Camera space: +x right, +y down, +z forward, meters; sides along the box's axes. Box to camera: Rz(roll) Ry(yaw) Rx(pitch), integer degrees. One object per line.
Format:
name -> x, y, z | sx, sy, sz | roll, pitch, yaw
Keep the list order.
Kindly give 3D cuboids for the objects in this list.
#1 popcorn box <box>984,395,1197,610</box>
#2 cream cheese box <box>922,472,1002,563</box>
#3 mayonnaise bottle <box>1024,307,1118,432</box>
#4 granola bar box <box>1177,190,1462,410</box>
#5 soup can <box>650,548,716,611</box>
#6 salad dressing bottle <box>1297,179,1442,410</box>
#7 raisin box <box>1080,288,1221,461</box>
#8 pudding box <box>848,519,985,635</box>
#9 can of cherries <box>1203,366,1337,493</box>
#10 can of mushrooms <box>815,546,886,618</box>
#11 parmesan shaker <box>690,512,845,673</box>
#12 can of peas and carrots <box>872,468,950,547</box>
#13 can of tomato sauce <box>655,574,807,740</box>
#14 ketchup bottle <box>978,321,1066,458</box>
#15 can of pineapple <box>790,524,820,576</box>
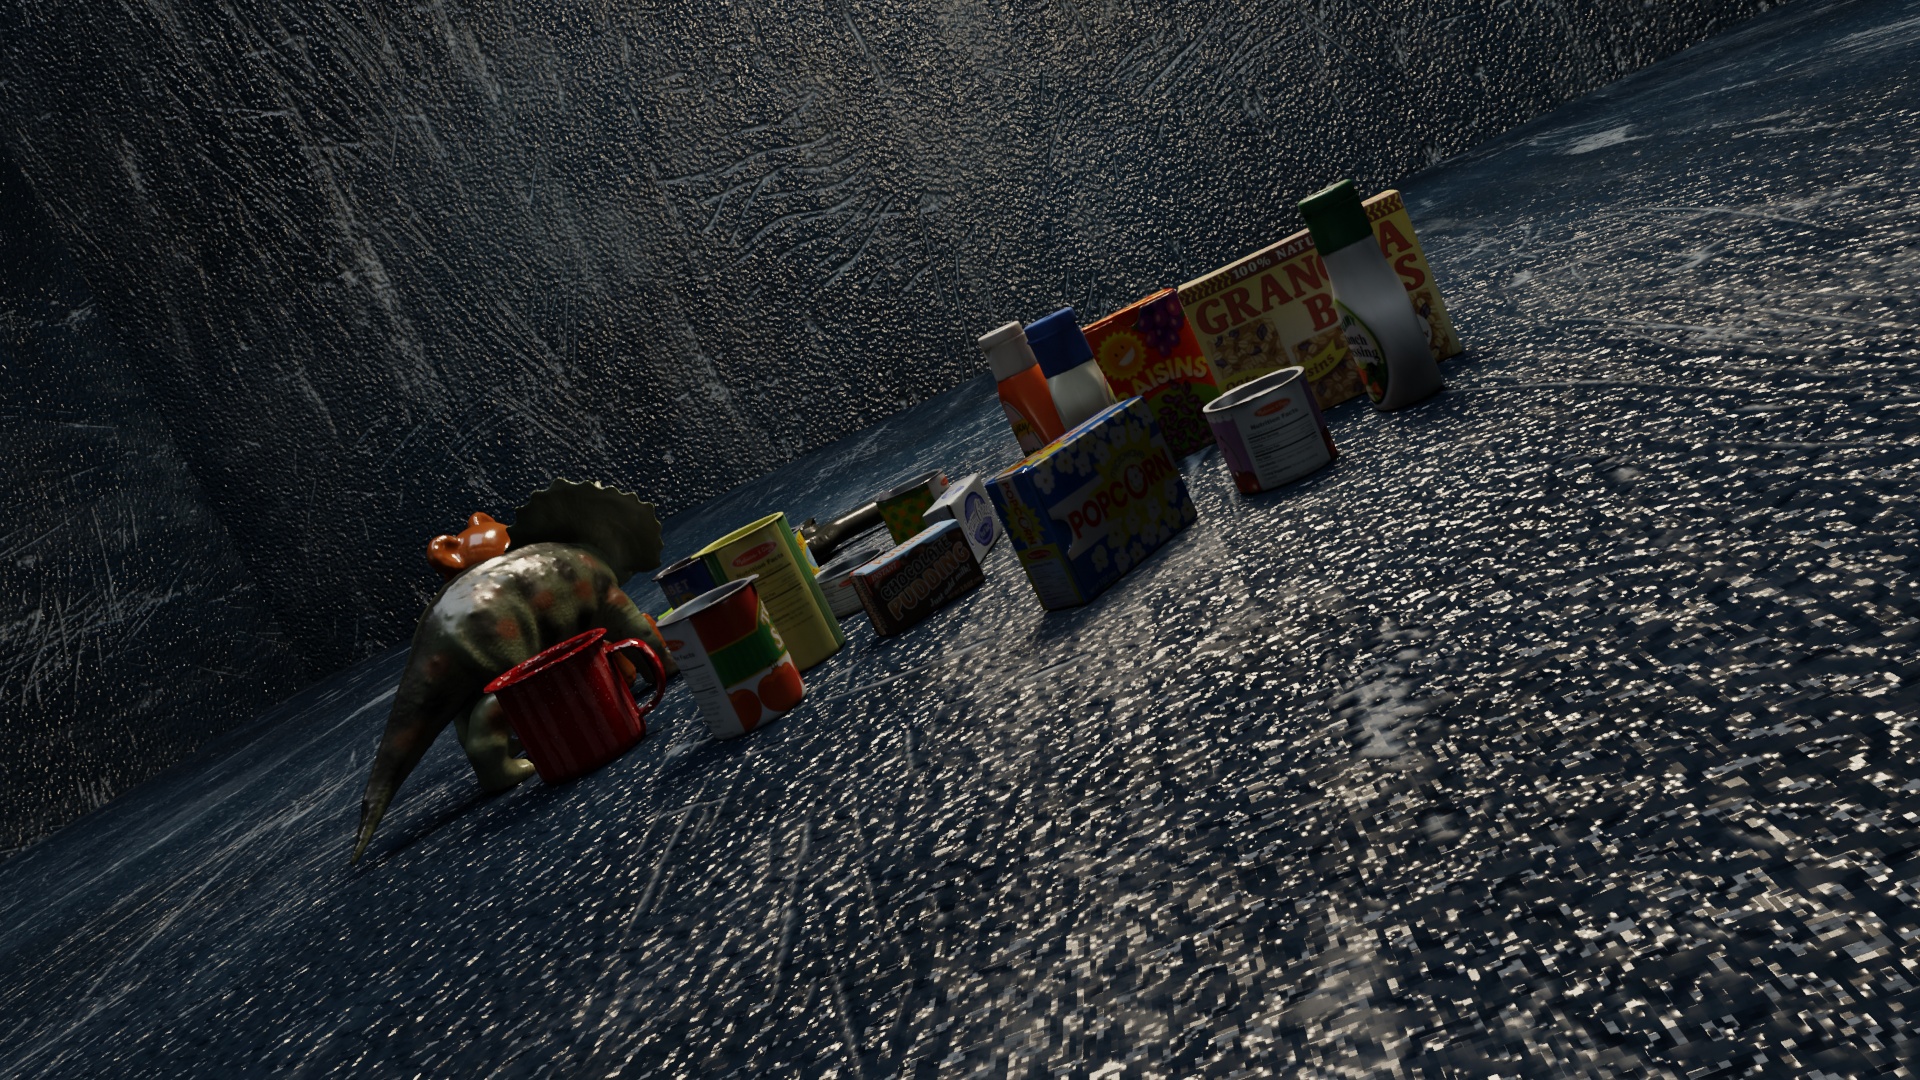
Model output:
popcorn box -> 0.081, -0.024, 0.829 | 0.038, 0.085, 0.127 | -16, 13, 47
cream cheese box -> 0.004, -0.013, 1.073 | 0.024, 0.053, 0.104 | -23, 9, 18
mayonnaise bottle -> 0.090, -0.085, 0.947 | 0.041, 0.148, 0.065 | -24, 9, 12
granola bar box -> 0.257, -0.160, 1.002 | 0.165, 0.124, 0.039 | -23, 9, 14
soup can -> -0.212, 0.054, 1.178 | 0.071, 0.083, 0.071 | -25, 9, 4
salad dressing bottle -> 0.264, -0.159, 0.903 | 0.044, 0.147, 0.064 | -26, 9, 0
raisin box -> 0.150, -0.123, 1.080 | 0.086, 0.123, 0.040 | -25, 9, 1
pudding box -> -0.030, 0.025, 0.958 | 0.084, 0.049, 0.030 | -30, 10, -28
can of cherries -> 0.193, -0.069, 0.865 | 0.071, 0.058, 0.071 | -25, 9, 4
can of mushrooms -> -0.083, 0.033, 1.106 | 0.071, 0.033, 0.071 | -25, 9, 4
parmesan shaker -> -0.134, 0.041, 0.977 | 0.071, 0.103, 0.071 | -25, 9, 4
can of peas and carrots -> -0.035, -0.022, 1.209 | 0.071, 0.058, 0.071 | -25, 9, 4
can of tomato sauce -> -0.142, 0.074, 0.880 | 0.071, 0.083, 0.071 | -25, 9, 4
ketchup bottle -> 0.062, -0.102, 1.117 | 0.044, 0.148, 0.064 | -28, 9, -18
can of pineapple -> -0.165, 0.026, 1.287 | 0.071, 0.057, 0.071 | -25, 9, 4
